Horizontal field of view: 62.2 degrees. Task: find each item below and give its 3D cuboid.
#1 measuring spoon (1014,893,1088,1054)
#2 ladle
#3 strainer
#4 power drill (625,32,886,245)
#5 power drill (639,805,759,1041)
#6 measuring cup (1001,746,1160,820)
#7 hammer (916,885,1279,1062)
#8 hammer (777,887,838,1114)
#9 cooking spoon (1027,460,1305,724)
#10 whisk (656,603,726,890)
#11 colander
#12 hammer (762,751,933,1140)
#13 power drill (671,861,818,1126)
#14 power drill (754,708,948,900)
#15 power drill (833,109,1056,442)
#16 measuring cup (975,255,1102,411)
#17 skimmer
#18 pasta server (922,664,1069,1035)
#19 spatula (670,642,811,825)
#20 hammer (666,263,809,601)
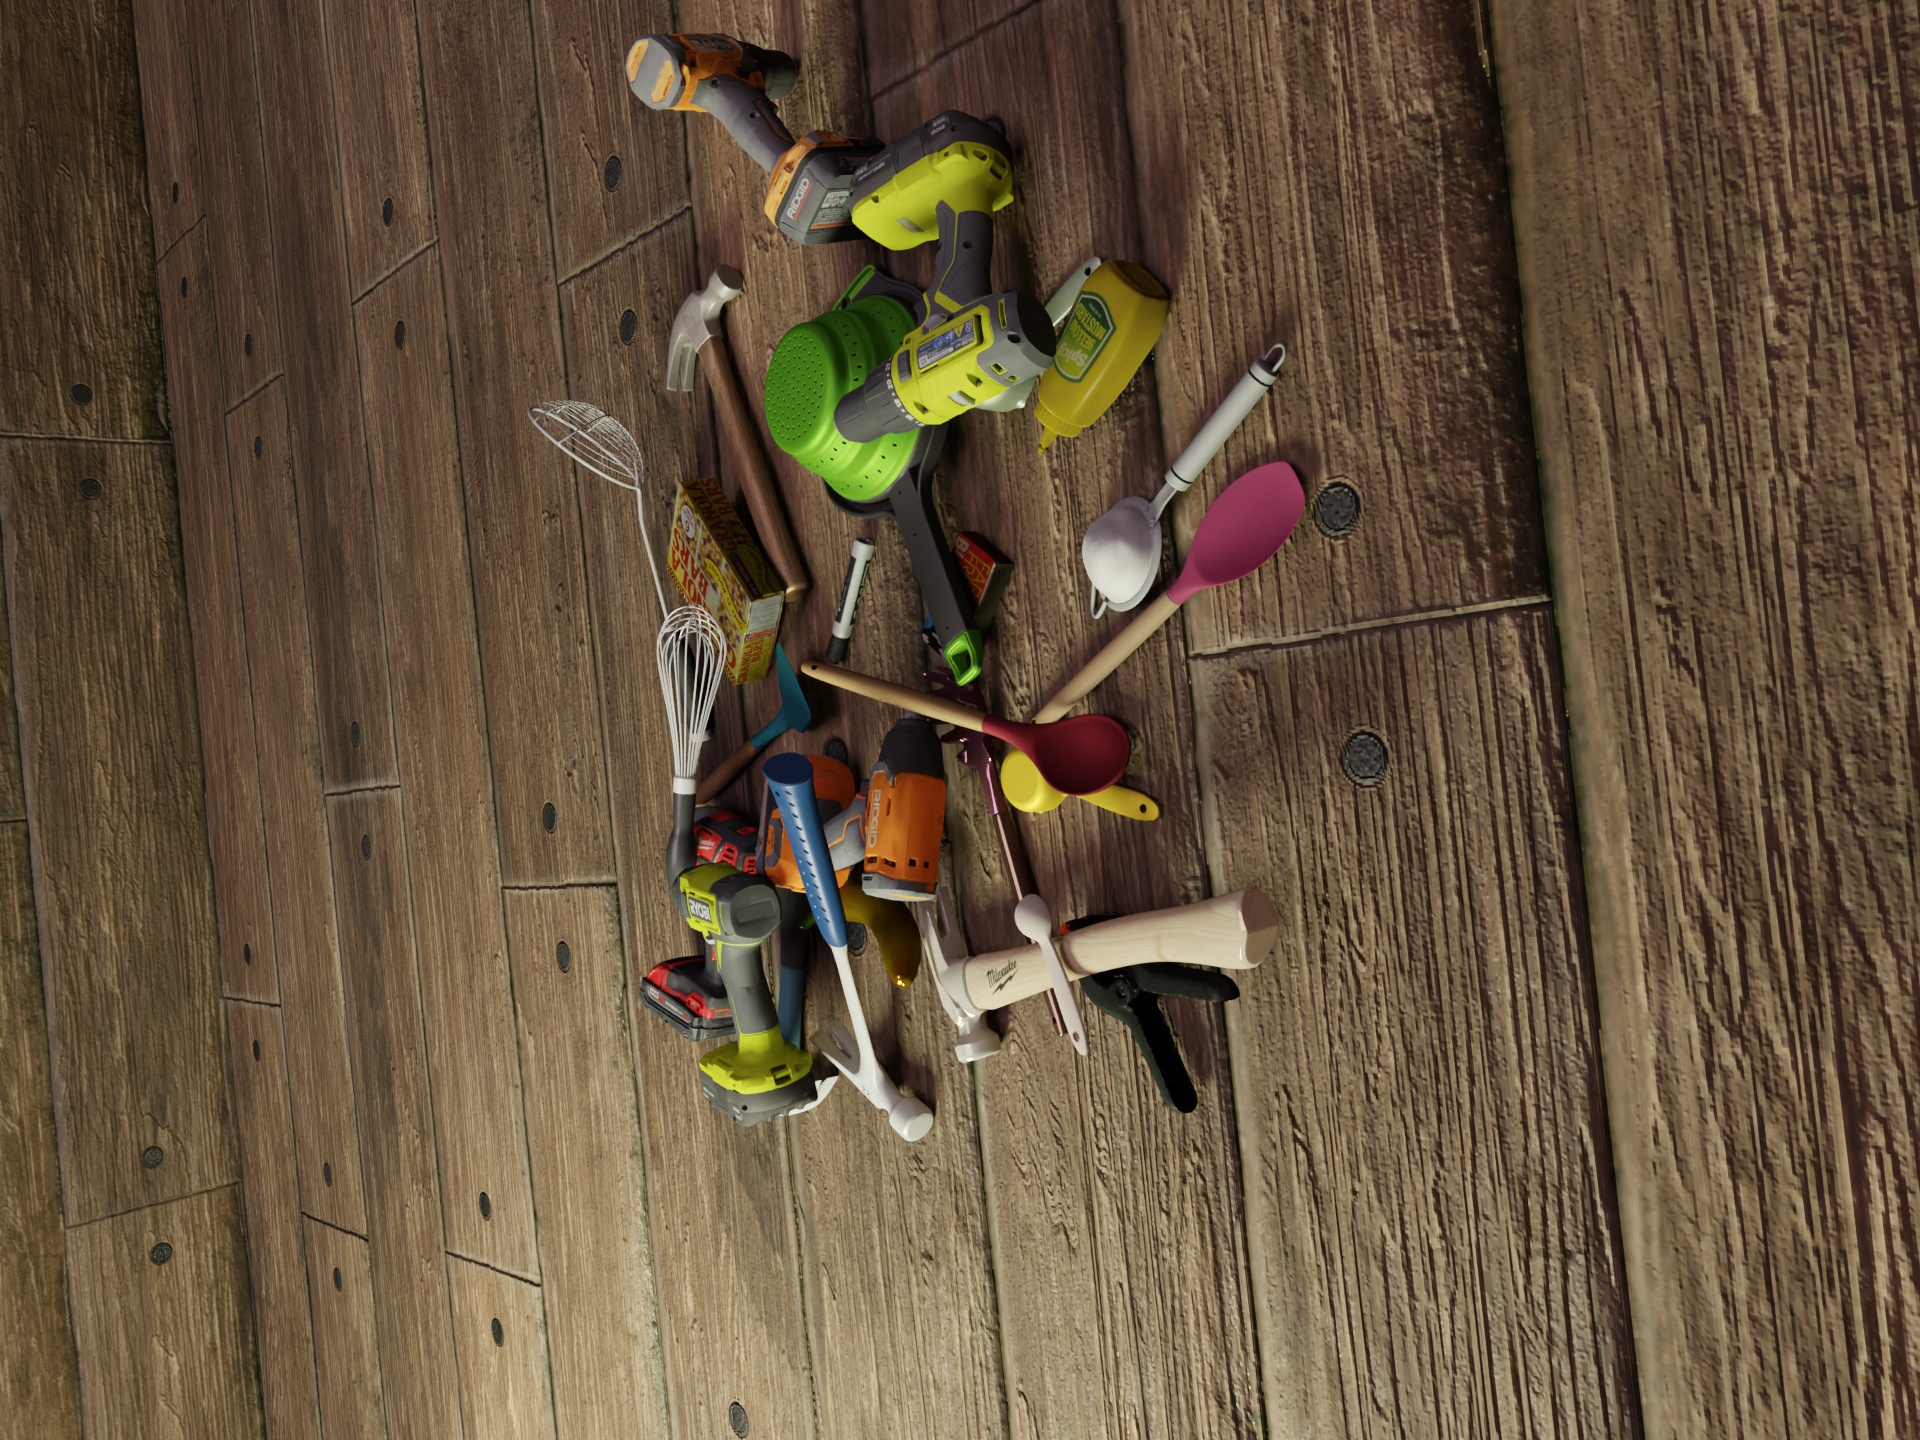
[{"bbox_3d":[0.066,0.188,1.172,0.034,0.018,0.124,-40,66,54],"label":"measuring spoon"},{"bbox_3d":[-0.002,-0.004,1.269,0.315,0.031,0.069,18,73,30],"label":"ladle"},{"bbox_3d":[0.150,-0.170,1.144,0.258,0.050,0.087,-52,43,33],"label":"strainer"},{"bbox_3d":[-0.154,-0.513,1.376,0.226,0.185,0.084,44,126,13],"label":"power drill"},{"bbox_3d":[-0.251,0.196,1.594,0.143,0.078,0.219,23,107,43],"label":"power drill"},{"bbox_3d":[0.089,0.055,1.235,0.157,0.029,0.062,16,105,47],"label":"measuring cup"},{"bbox_3d":[0.087,0.165,1.184,0.410,0.038,0.146,-28,76,57],"label":"hammer"},{"bbox_3d":[-0.161,0.221,1.525,0.128,0.033,0.331,16,105,47],"label":"hammer"},{"bbox_3d":[0.142,-0.077,1.174,0.318,0.017,0.069,-45,52,40],"label":"cooking spoon"},{"bbox_3d":[-0.263,0.029,1.530,0.070,0.070,0.284,13,103,46],"label":"whisk"},{"bbox_3d":[-0.077,-0.206,1.321,0.204,0.094,0.397,-43,58,43],"label":"colander"},{"bbox_3d":[-0.106,0.186,1.326,0.144,0.035,0.405,34,146,40],"label":"hammer"},{"bbox_3d":[-0.206,0.243,1.461,0.171,0.080,0.223,4,106,59],"label":"power drill"},{"bbox_3d":[-0.089,0.072,1.369,0.226,0.084,0.164,-9,72,55],"label":"power drill"},{"bbox_3d":[-0.026,-0.335,1.236,0.190,0.080,0.229,-20,65,34],"label":"power drill"},{"bbox_3d":[0.048,-0.307,1.240,0.167,0.038,0.083,-39,65,45],"label":"measuring cup"},{"bbox_3d":[-0.334,-0.145,1.585,0.127,0.090,0.363,-99,-4,-75],"label":"skimmer"},{"bbox_3d":[0.034,0.103,1.297,0.060,0.040,0.316,-34,70,57],"label":"pasta server"},{"bbox_3d":[-0.222,0.033,1.568,0.317,0.044,0.082,-41,68,43],"label":"spatula"},{"bbox_3d":[-0.211,-0.266,1.537,0.130,0.031,0.331,-35,68,43],"label":"hammer"}]
